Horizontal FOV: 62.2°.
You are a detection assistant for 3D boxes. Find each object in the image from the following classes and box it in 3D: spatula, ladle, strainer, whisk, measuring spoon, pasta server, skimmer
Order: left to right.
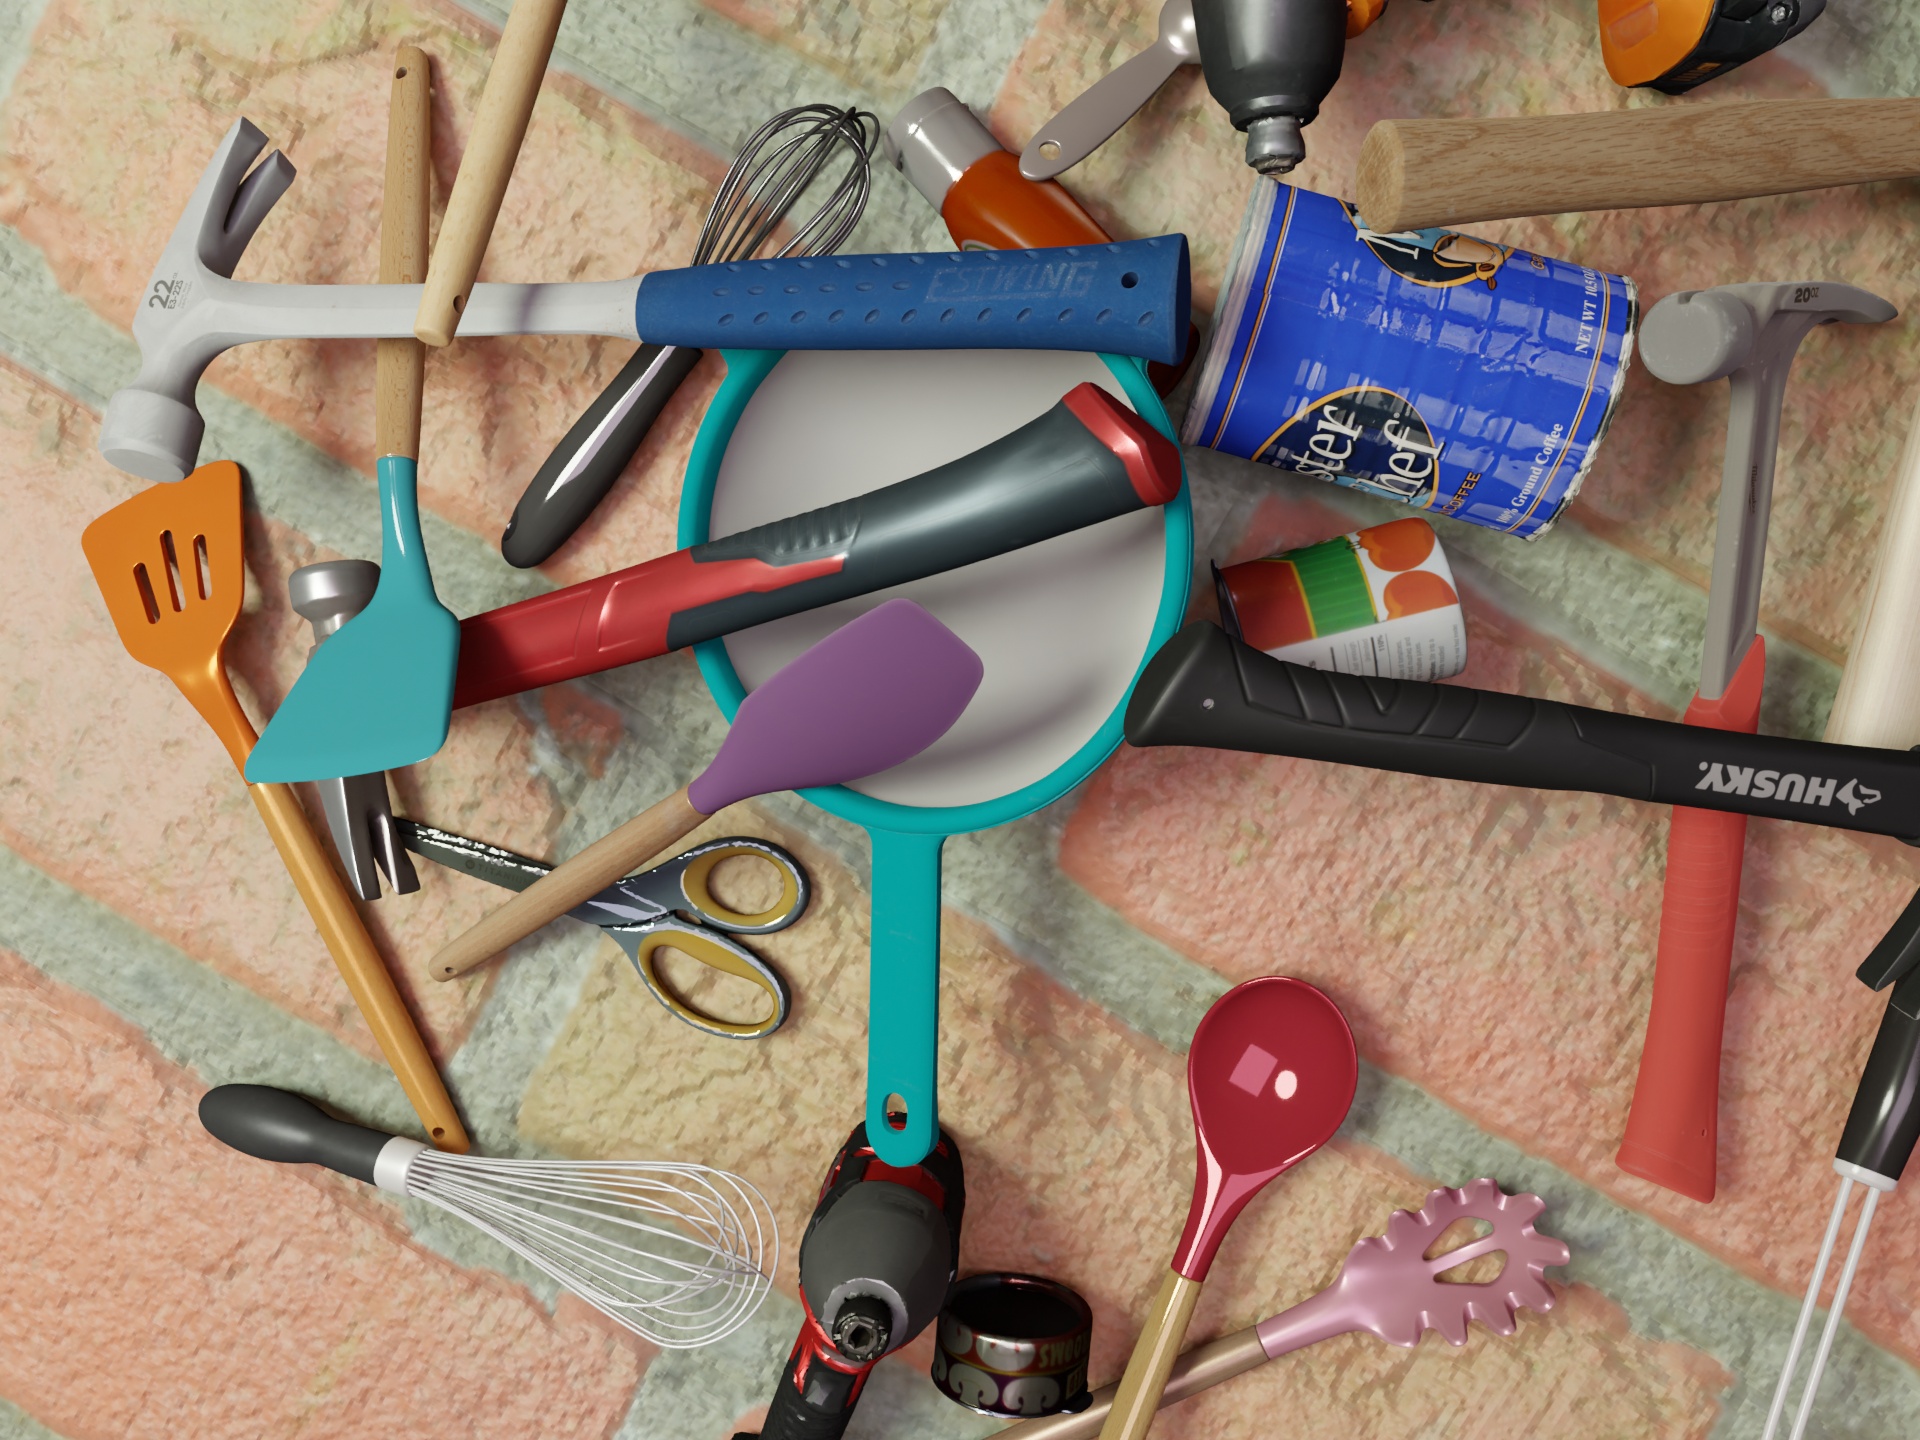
[{"bbox_3d":[-0.289,0.046,0.697,0.081,0.041,0.322,-24,97,7],"label":"spatula"},{"bbox_3d":[-0.224,-0.129,0.620,0.082,0.044,0.318,-7,76,15],"label":"spatula"},{"bbox_3d":[-0.206,0.196,0.666,0.285,0.070,0.070,10,96,19],"label":"whisk"},{"bbox_3d":[-0.158,-0.282,0.583,0.062,0.078,0.320,7,75,18],"label":"ladle"},{"bbox_3d":[-0.114,0.042,0.617,0.316,0.018,0.059,-31,123,32],"label":"spatula"},{"bbox_3d":[-0.114,-0.154,0.652,0.055,0.055,0.239,41,101,0],"label":"whisk"},{"bbox_3d":[-0.001,-0.002,0.624,0.211,0.095,0.340,5,97,26],"label":"strainer"},{"bbox_3d":[0.067,-0.250,0.617,0.034,0.018,0.124,43,72,6],"label":"measuring spoon"},{"bbox_3d":[0.085,0.255,0.659,0.069,0.031,0.315,22,88,20],"label":"ladle"},{"bbox_3d":[0.103,0.275,0.675,0.316,0.040,0.060,-26,72,8],"label":"pasta server"},{"bbox_3d":[0.338,0.240,0.657,0.127,0.090,0.363,21,86,5],"label":"skimmer"}]

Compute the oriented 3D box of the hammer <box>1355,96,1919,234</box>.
[{"bbox_3d":[0.292,-0.202,0.553,0.331,0.031,0.130,-8,111,-14],"label":"hammer"}]

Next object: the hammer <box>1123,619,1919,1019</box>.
[{"bbox_3d":[0.220,0.017,0.546,0.334,0.035,0.146,7,107,-8],"label":"hammer"}]

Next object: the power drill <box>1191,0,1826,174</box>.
[{"bbox_3d":[0.189,-0.281,0.574,0.226,0.084,0.164,-3,95,-10],"label":"power drill"}]

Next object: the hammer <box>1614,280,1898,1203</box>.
[{"bbox_3d":[0.297,0.016,0.617,0.037,0.149,0.359,15,111,47],"label":"hammer"}]

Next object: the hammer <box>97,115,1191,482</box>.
[{"bbox_3d":[-0.121,-0.154,0.570,0.405,0.035,0.144,3,74,16],"label":"hammer"}]

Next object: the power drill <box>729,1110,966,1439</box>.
[{"bbox_3d":[-0.059,0.279,0.638,0.078,0.143,0.219,21,99,0],"label":"power drill"}]

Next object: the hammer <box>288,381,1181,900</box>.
[{"bbox_3d":[-0.099,-0.031,0.595,0.386,0.038,0.143,-13,87,26],"label":"hammer"}]

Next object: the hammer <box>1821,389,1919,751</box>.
[{"bbox_3d":[0.358,-0.158,0.552,0.146,0.038,0.410,0,110,-15],"label":"hammer"}]
